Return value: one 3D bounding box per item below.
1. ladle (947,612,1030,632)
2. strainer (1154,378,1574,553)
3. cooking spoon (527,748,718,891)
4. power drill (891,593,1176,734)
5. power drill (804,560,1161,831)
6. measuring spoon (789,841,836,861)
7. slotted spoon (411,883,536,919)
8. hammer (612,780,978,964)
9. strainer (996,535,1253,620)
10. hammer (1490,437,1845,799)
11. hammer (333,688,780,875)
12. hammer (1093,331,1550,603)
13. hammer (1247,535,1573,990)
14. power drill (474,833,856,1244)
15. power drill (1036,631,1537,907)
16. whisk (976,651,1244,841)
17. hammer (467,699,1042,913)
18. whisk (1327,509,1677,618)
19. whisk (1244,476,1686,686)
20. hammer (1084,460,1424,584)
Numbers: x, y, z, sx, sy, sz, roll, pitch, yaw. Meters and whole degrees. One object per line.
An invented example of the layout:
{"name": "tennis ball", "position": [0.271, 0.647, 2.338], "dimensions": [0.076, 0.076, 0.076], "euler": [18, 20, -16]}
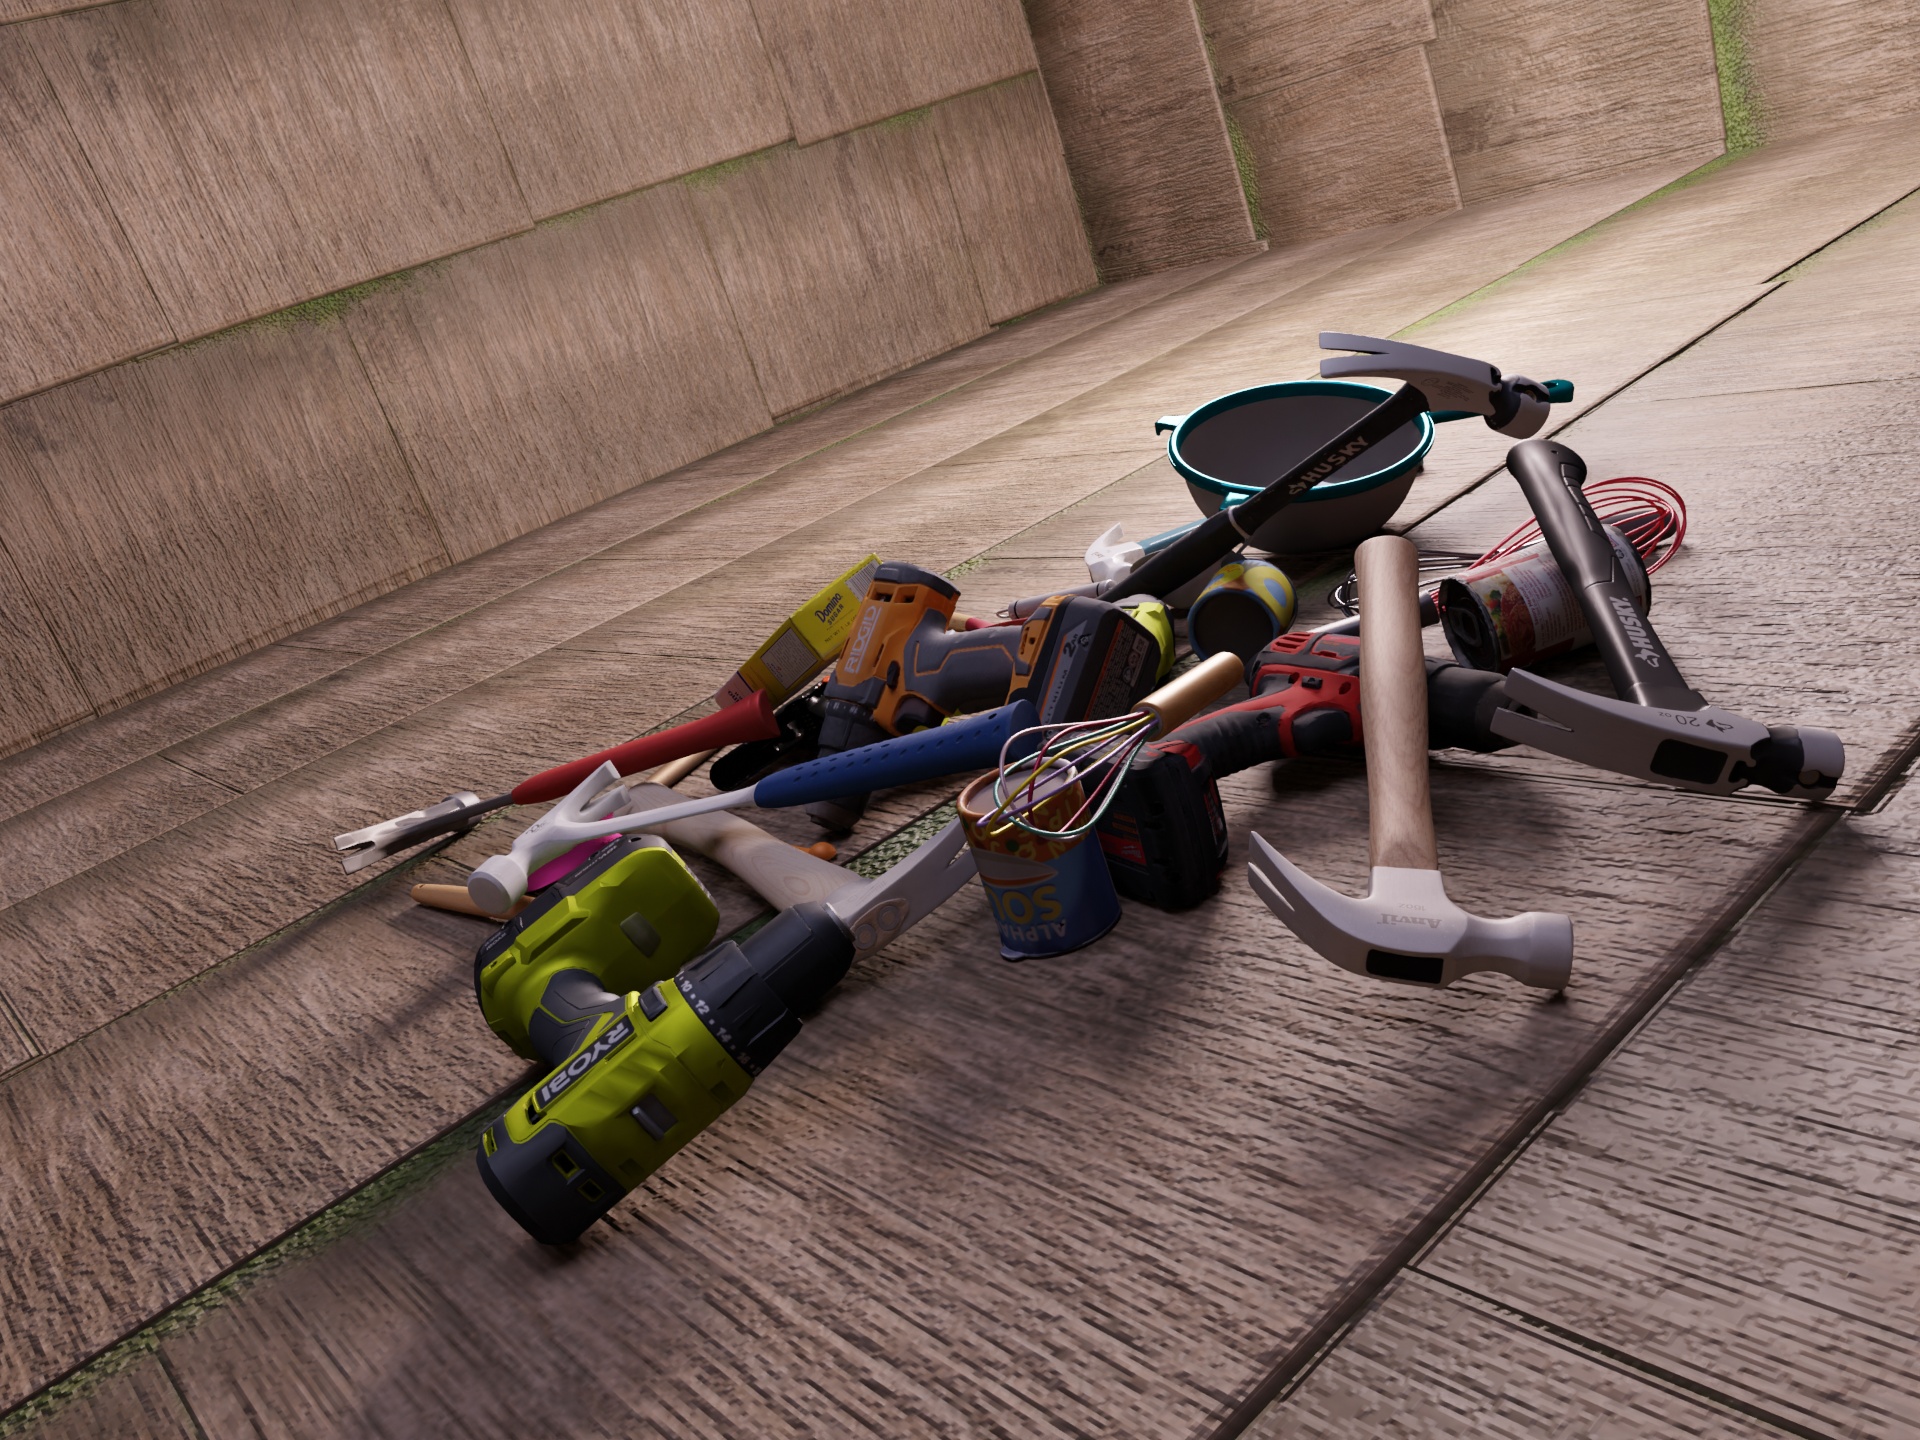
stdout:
{"name": "ladle", "position": [-0.002, -0.086, 1.394], "dimensions": [0.069, 0.031, 0.315], "euler": [-3, 9, -26]}
{"name": "strainer", "position": [0.341, -0.209, 1.313], "dimensions": [0.340, 0.095, 0.211], "euler": [-12, 34, -5]}
{"name": "cooking spoon", "position": [-0.241, 0.050, 1.256], "dimensions": [0.069, 0.017, 0.319], "euler": [-7, 23, 35]}
{"name": "power drill", "position": [0.042, -0.040, 1.155], "dimensions": [0.223, 0.080, 0.171], "euler": [-8, 18, 21]}
{"name": "power drill", "position": [-0.002, -0.003, 1.015], "dimensions": [0.226, 0.084, 0.185], "euler": [12, 77, 43]}
{"name": "measuring spoon", "position": [-0.124, 0.084, 1.058], "dimensions": [0.117, 0.011, 0.021], "euler": [0, 27, 46]}
{"name": "slotted spoon", "position": [-0.300, 0.127, 1.087], "dimensions": [0.314, 0.031, 0.070], "euler": [-1, 25, 46]}
{"name": "hammer", "position": [-0.132, 0.078, 1.023], "dimensions": [0.146, 0.038, 0.411], "euler": [-36, 22, -20]}
{"name": "strainer", "position": [0.128, -0.105, 1.300], "dimensions": [0.258, 0.050, 0.086], "euler": [-9, -17, 42]}
{"name": "hammer", "position": [0.334, -0.072, 0.844], "dimensions": [0.146, 0.035, 0.335], "euler": [8, 34, 1]}
{"name": "hammer", "position": [-0.297, 0.044, 1.205], "dimensions": [0.359, 0.036, 0.149], "euler": [-17, 4, 23]}
{"name": "hammer", "position": [0.199, -0.144, 1.093], "dimensions": [0.149, 0.036, 0.409], "euler": [13, -24, -23]}
{"name": "hammer", "position": [0.210, 0.003, 0.776], "dimensions": [0.130, 0.031, 0.332], "euler": [4, 37, 10]}
{"name": "power drill", "position": [-0.156, 0.136, 0.795], "dimensions": [0.190, 0.080, 0.229], "euler": [-40, 23, -9]}
{"name": "power drill", "position": [0.178, 0.016, 0.868], "dimensions": [0.226, 0.080, 0.188], "euler": [-25, 20, -25]}
{"name": "whisk", "position": [0.084, 0.006, 0.777], "dimensions": [0.051, 0.047, 0.245], "euler": [18, 27, 29]}
{"name": "hammer", "position": [-0.129, 0.043, 1.000], "dimensions": [0.405, 0.035, 0.144], "euler": [-13, 22, 31]}
{"name": "whisk", "position": [0.366, -0.107, 1.072], "dimensions": [0.239, 0.055, 0.055], "euler": [-14, 19, 2]}
{"name": "whisk", "position": [0.322, -0.082, 1.026], "dimensions": [0.296, 0.073, 0.073], "euler": [-22, 18, 7]}
{"name": "hammer", "position": [0.264, -0.187, 1.413], "dimensions": [0.331, 0.033, 0.128], "euler": [-21, 20, -8]}
